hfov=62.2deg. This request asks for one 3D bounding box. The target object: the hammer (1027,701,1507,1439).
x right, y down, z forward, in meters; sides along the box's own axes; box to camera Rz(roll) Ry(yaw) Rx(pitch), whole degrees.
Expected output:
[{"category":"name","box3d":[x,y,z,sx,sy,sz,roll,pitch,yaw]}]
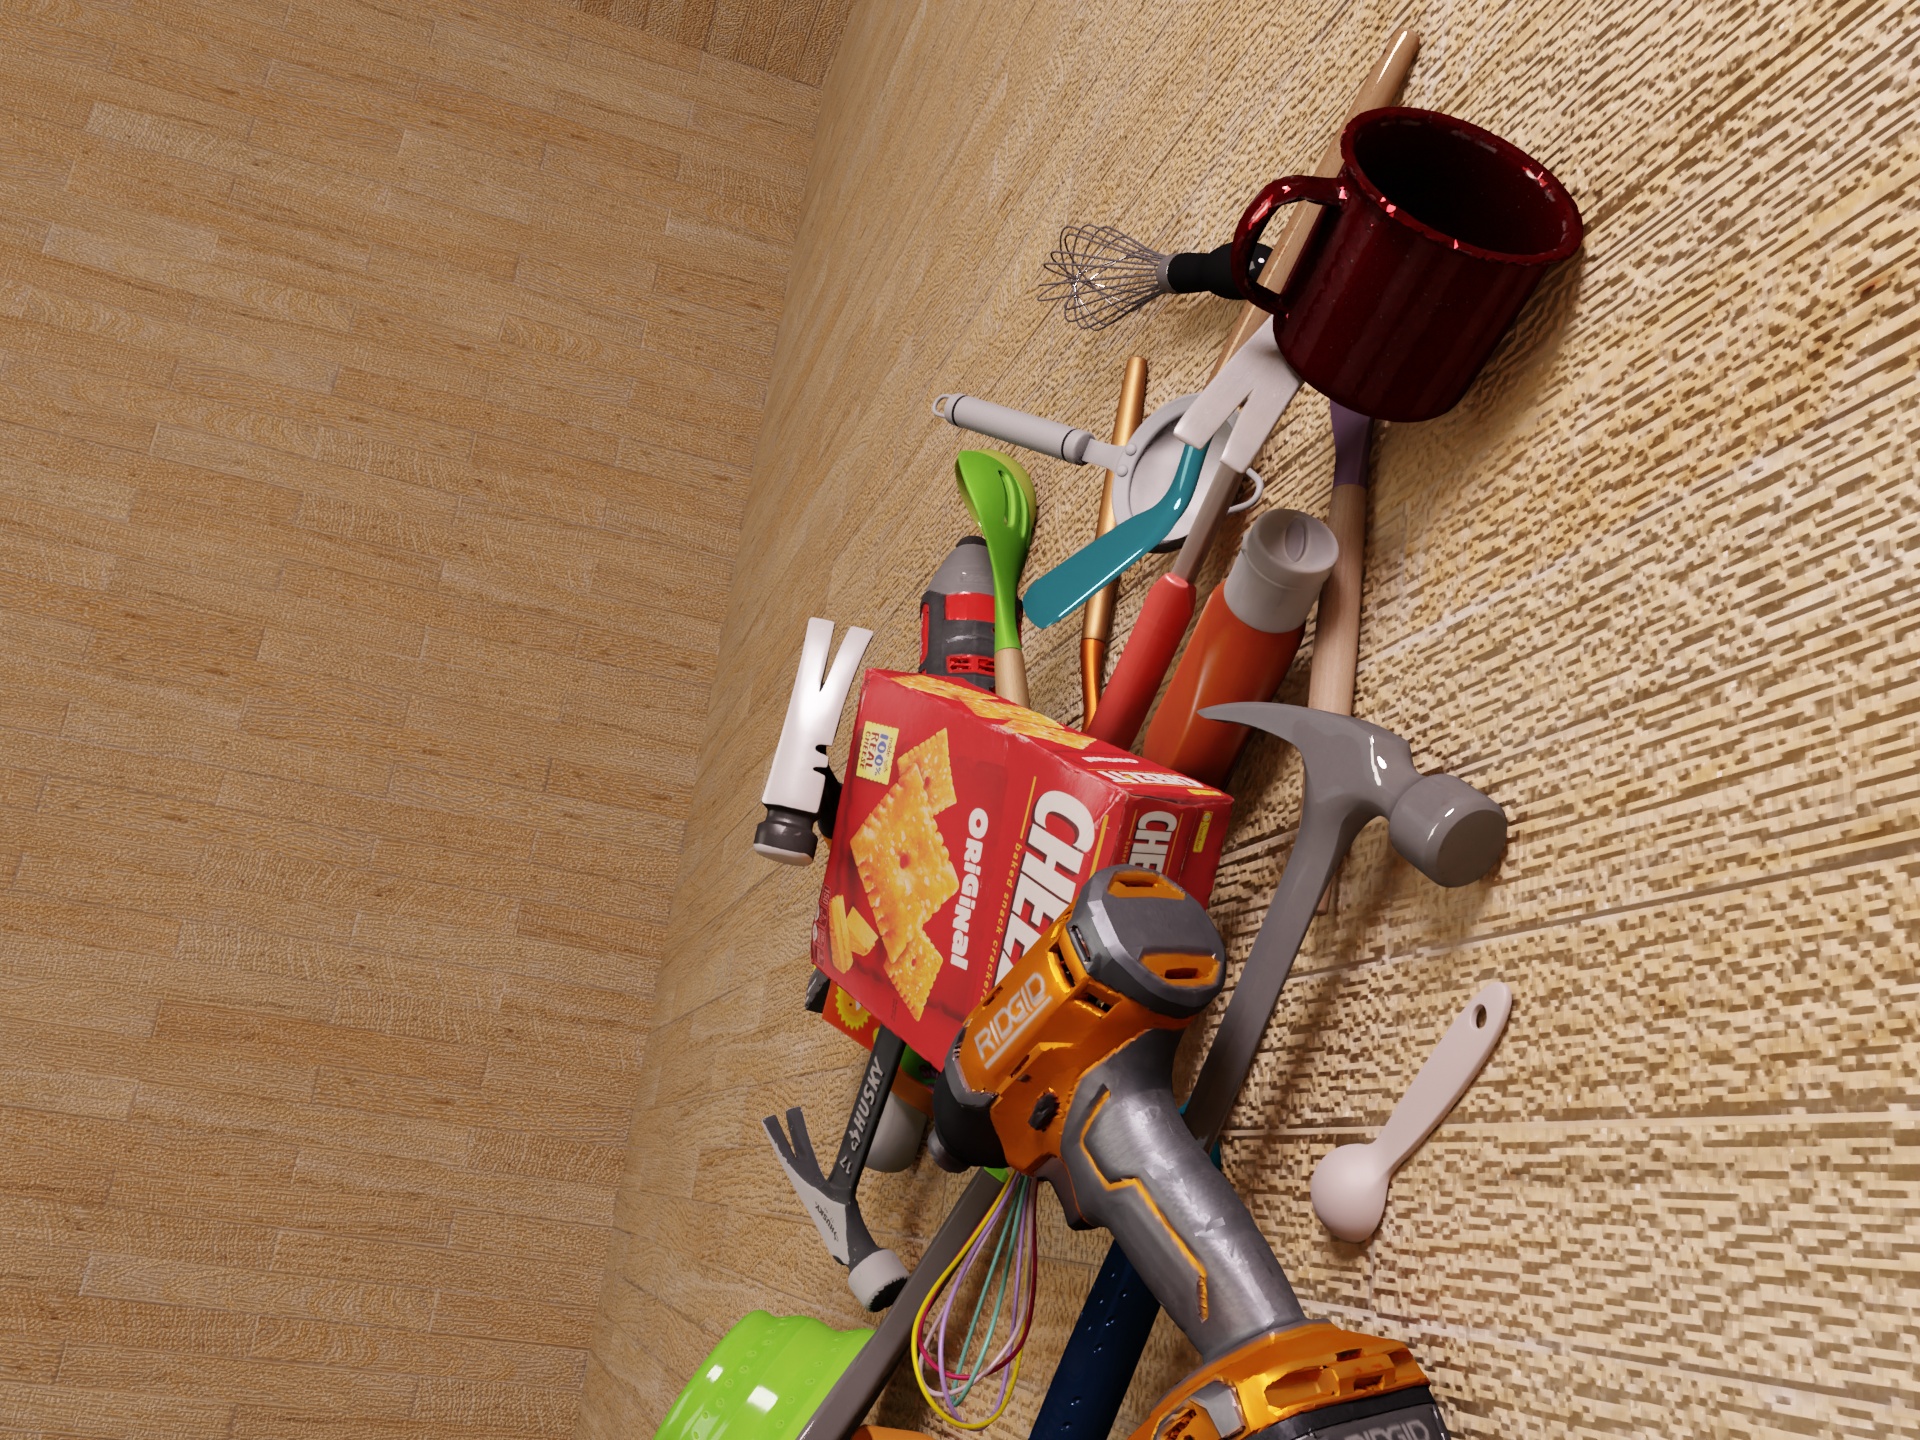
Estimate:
[{"category":"hammer","box3d":[0.084,0.182,0.638,0.144,0.035,0.405,45,121,56]}]

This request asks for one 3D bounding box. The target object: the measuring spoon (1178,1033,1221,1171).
[{"category":"measuring spoon","box3d":[0.116,0.150,0.672,0.128,0.021,0.042,-66,20,8]}]

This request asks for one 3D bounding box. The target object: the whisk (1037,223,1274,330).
[{"category":"whisk","box3d":[0.113,-0.260,0.929,0.285,0.070,0.070,-141,64,-68]}]

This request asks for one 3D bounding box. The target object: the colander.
[{"category":"colander","box3d":[-0.083,0.361,0.936,0.397,0.094,0.204,-60,-13,17]}]

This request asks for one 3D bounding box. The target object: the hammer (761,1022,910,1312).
[{"category":"hammer","box3d":[-0.039,0.177,0.960,0.149,0.036,0.408,46,132,36]}]

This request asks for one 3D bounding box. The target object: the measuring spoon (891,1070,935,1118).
[{"category":"measuring spoon","box3d":[-0.025,0.241,1.028,0.117,0.011,0.021,21,97,53]}]

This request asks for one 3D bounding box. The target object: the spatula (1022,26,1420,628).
[{"category":"spatula","box3d":[0.124,-0.179,0.752,0.317,0.044,0.082,-62,11,12]}]

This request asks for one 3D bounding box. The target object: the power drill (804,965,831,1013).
[{"category":"power drill","box3d":[-0.056,0.110,1.203,0.171,0.080,0.223,124,157,-54]}]

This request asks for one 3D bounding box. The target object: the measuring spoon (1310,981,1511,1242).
[{"category":"measuring spoon","box3d":[0.151,0.133,0.545,0.034,0.018,0.124,-99,27,-54]}]

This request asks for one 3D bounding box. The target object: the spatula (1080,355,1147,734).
[{"category":"spatula","box3d":[0.073,-0.071,0.942,0.081,0.041,0.323,79,-159,-74]}]

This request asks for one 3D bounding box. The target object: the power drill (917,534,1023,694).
[{"category":"power drill","box3d":[-0.002,-0.003,0.989,0.219,0.078,0.143,99,174,-53]}]

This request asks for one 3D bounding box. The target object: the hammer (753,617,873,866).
[{"category":"hammer","box3d":[-0.072,0.051,0.951,0.336,0.034,0.127,85,-163,-74]}]

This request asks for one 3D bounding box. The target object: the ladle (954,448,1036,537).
[{"category":"ladle","box3d":[0.007,-0.036,1.129,0.078,0.062,0.320,161,118,-75]}]

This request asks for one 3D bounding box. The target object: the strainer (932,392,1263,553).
[{"category":"strainer","box3d":[0.072,-0.146,0.858,0.259,0.050,0.087,27,95,42]}]

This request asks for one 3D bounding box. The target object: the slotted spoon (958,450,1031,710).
[{"category":"slotted spoon","box3d":[0.029,-0.012,0.850,0.070,0.031,0.314,38,-137,-57]}]

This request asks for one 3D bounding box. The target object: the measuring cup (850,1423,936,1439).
[{"category":"measuring cup","box3d":[-0.042,0.488,0.890,0.095,0.052,0.174,158,121,-72]}]

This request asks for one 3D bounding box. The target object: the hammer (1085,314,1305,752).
[{"category":"hammer","box3d":[0.089,-0.035,0.754,0.149,0.037,0.358,-50,-14,-41]}]

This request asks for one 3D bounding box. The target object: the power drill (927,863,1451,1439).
[{"category":"power drill","box3d":[0.060,0.187,0.565,0.164,0.084,0.227,-53,45,36]}]

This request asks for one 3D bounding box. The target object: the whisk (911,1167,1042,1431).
[{"category":"whisk","box3d":[0.025,0.224,0.748,0.245,0.047,0.051,-62,-15,-58]}]

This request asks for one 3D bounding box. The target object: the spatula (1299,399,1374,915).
[{"category":"spatula","box3d":[0.161,-0.073,0.673,0.059,0.018,0.316,130,151,-70]}]
